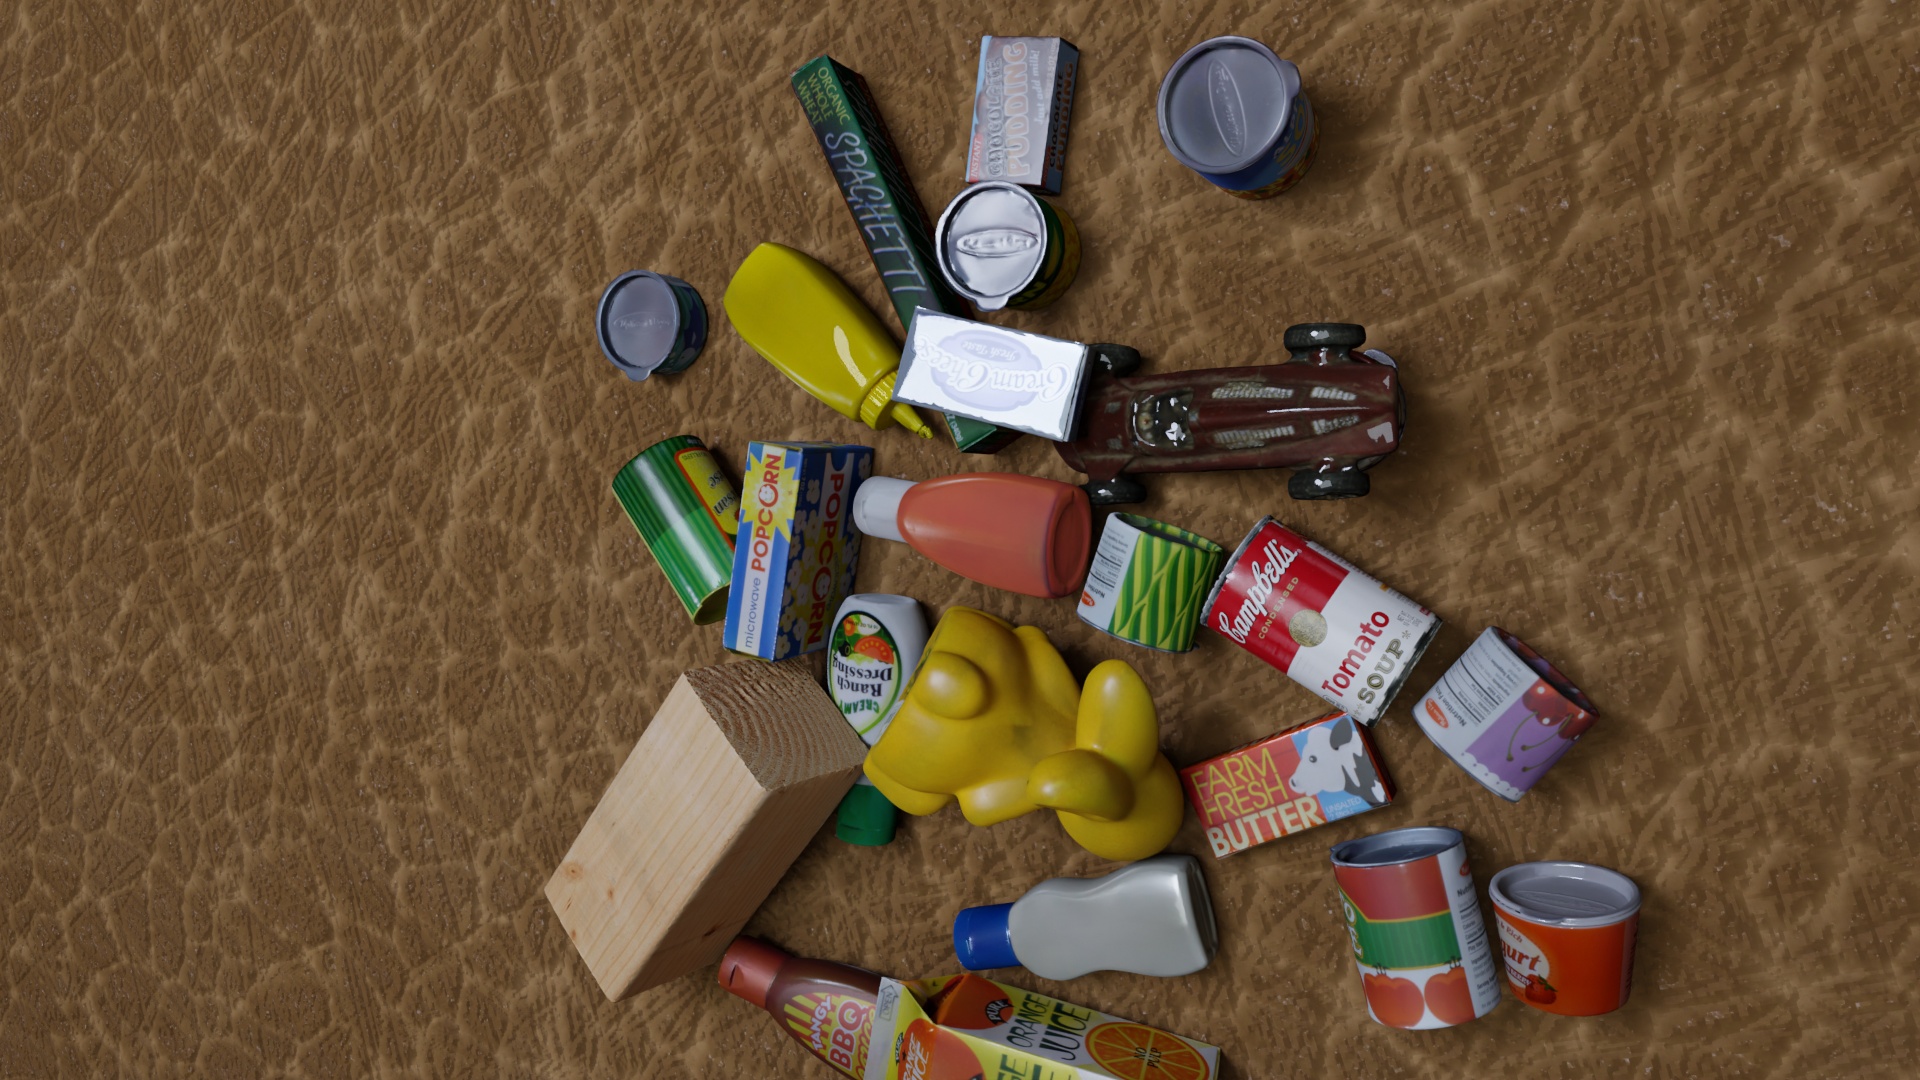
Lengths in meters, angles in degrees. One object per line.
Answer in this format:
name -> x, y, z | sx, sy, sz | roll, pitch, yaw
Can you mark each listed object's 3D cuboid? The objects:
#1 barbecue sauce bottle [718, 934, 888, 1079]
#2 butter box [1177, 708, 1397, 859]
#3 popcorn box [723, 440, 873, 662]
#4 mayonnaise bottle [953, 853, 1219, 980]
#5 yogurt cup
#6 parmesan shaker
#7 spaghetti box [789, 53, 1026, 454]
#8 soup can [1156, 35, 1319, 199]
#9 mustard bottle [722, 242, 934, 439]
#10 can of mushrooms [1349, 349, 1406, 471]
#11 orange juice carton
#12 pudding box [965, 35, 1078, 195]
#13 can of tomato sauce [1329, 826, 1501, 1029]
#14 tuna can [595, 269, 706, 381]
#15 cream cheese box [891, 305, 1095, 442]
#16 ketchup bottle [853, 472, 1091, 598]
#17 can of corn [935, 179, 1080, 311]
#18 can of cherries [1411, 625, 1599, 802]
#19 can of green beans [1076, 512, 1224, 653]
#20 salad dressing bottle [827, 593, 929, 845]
barbecue sauce bottle -> -0.080, 0.290, 0.859 | 0.148, 0.044, 0.064 | 19, 100, 23
butter box -> 0.174, 0.130, 0.745 | 0.103, 0.024, 0.053 | -25, 83, 24
popcorn box -> -0.096, 0.004, 0.829 | 0.038, 0.085, 0.126 | 12, 98, 25
mayonnaise bottle -> 0.068, 0.219, 0.790 | 0.148, 0.041, 0.065 | -15, 87, 26
yogurt cup -> 0.294, 0.193, 0.673 | 0.072, 0.072, 0.054 | -2, 100, 25
parmesan shaker -> -0.165, -0.008, 0.867 | 0.071, 0.071, 0.103 | -39, 77, 21
spaghetti box -> -0.031, -0.167, 0.810 | 0.028, 0.050, 0.250 | -27, 81, 22
soup can -> 0.146, -0.214, 0.708 | 0.071, 0.084, 0.071 | 2, 94, 24
mustard bottle -> -0.072, -0.111, 0.832 | 0.160, 0.049, 0.065 | 44, 110, 15
can of mushrooms -> 0.196, -0.069, 0.720 | 0.071, 0.033, 0.071 | 1, 93, 25
orange juice carton -> 0.041, 0.301, 0.770 | 0.193, 0.073, 0.071 | 13, 98, 12
pudding box -> 0.034, -0.241, 0.787 | 0.049, 0.030, 0.083 | 11, 97, 25
can of tomato sauce -> 0.228, 0.194, 0.701 | 0.071, 0.071, 0.083 | -14, 88, 25
tuna can -> -0.199, -0.138, 0.897 | 0.071, 0.033, 0.071 | 1, 93, 25
cream cheese box -> 0.018, -0.090, 0.751 | 0.104, 0.024, 0.053 | 15, 96, 18
ketchup bottle -> 0.003, -0.010, 0.788 | 0.149, 0.043, 0.064 | 12, 101, 39
can of corn -> 0.028, -0.161, 0.778 | 0.071, 0.058, 0.071 | 1, 94, 24
can of cherries -> 0.268, 0.085, 0.680 | 0.071, 0.071, 0.058 | 43, 108, 17
can of green beans -> 0.103, 0.022, 0.749 | 0.071, 0.071, 0.057 | 22, 101, 22
salad dressing bottle -> -0.052, 0.108, 0.836 | 0.064, 0.044, 0.147 | 7, 96, 30
